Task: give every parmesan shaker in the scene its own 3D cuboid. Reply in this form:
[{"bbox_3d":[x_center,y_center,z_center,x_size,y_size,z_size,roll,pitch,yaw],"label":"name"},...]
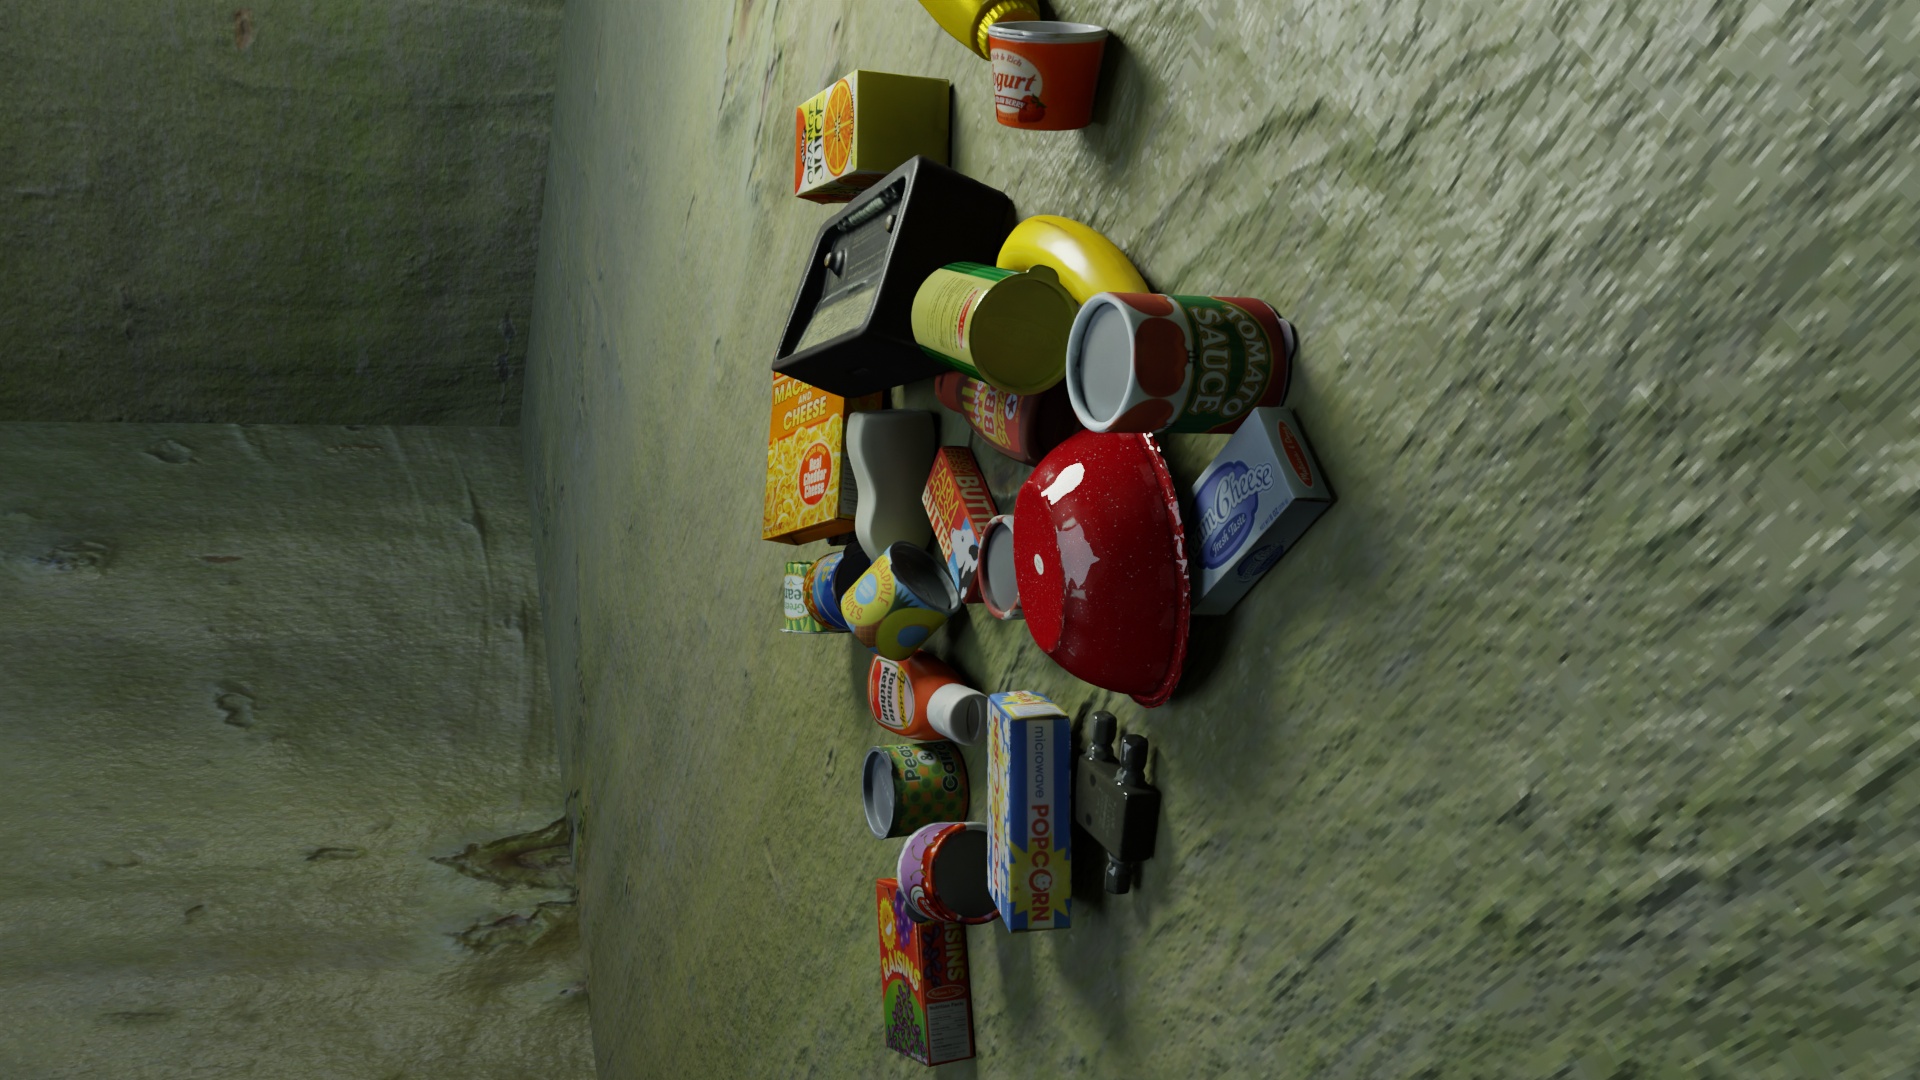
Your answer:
[{"bbox_3d":[0.020,-0.126,0.793,0.103,0.071,0.071,-143,55,-65],"label":"parmesan shaker"}]

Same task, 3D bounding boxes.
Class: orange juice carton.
[{"bbox_3d":[-0.078,-0.302,1.062,0.192,0.073,0.071,-166,76,-66],"label":"orange juice carton"}]

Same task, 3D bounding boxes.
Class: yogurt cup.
[{"bbox_3d":[0.049,-0.265,0.791,0.072,0.072,0.053,-132,38,-56],"label":"yogurt cup"}]

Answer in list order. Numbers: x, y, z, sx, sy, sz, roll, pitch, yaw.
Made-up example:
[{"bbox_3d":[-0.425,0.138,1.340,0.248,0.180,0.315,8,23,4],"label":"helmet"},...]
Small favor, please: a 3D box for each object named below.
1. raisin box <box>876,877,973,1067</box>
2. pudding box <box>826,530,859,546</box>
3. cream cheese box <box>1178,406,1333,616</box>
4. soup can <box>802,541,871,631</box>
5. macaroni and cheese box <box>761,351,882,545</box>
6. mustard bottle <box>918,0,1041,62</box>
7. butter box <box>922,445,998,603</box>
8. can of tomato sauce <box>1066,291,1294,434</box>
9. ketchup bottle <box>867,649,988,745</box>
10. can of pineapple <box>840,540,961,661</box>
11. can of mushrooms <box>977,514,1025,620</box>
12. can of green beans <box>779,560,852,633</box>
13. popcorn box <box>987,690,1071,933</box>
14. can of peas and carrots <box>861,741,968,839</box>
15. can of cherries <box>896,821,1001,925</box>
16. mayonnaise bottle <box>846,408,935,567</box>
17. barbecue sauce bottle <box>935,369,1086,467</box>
[{"bbox_3d":[-0.029,0.312,1.019,0.086,0.040,0.123,157,111,-66],"label":"raisin box"},{"bbox_3d":[-0.104,-0.041,1.186,0.049,0.030,0.084,114,146,-42],"label":"pudding box"},{"bbox_3d":[0.132,-0.012,0.658,0.103,0.024,0.053,121,142,-50],"label":"cream cheese box"},{"bbox_3d":[-0.083,0.036,1.094,0.083,0.071,0.071,170,98,-66],"label":"soup can"},{"bbox_3d":[-0.113,-0.087,1.140,0.123,0.040,0.166,-13,70,52],"label":"macaroni and cheese box"},{"bbox_3d":[0.015,-0.338,0.868,0.048,0.065,0.161,105,146,-44],"label":"mustard bottle"},{"bbox_3d":[0.003,-0.012,0.951,0.052,0.024,0.104,111,148,-42],"label":"butter box"},{"bbox_3d":[0.102,-0.083,0.651,0.071,0.083,0.071,180,89,-67],"label":"can of tomato sauce"},{"bbox_3d":[-0.021,0.114,0.988,0.149,0.043,0.064,-172,82,-65],"label":"ketchup bottle"},{"bbox_3d":[-0.044,0.043,0.981,0.057,0.071,0.071,-46,44,22],"label":"can of pineapple"},{"bbox_3d":[0.038,0.018,0.863,0.071,0.033,0.071,179,89,-66],"label":"can of mushrooms"},{"bbox_3d":[-0.116,0.047,1.172,0.071,0.071,0.057,-176,86,-66],"label":"can of green beans"},{"bbox_3d":[0.040,0.159,0.832,0.085,0.038,0.126,-164,74,-82],"label":"popcorn box"},{"bbox_3d":[-0.033,0.177,0.999,0.071,0.059,0.071,180,89,-66],"label":"can of peas and carrots"},{"bbox_3d":[-0.002,0.222,0.918,0.058,0.071,0.071,155,112,-63],"label":"can of cherries"},{"bbox_3d":[-0.050,-0.022,1.030,0.041,0.065,0.147,-160,67,-64],"label":"mayonnaise bottle"},{"bbox_3d":[0.028,-0.088,0.867,0.149,0.044,0.064,31,111,63],"label":"barbecue sauce bottle"}]
